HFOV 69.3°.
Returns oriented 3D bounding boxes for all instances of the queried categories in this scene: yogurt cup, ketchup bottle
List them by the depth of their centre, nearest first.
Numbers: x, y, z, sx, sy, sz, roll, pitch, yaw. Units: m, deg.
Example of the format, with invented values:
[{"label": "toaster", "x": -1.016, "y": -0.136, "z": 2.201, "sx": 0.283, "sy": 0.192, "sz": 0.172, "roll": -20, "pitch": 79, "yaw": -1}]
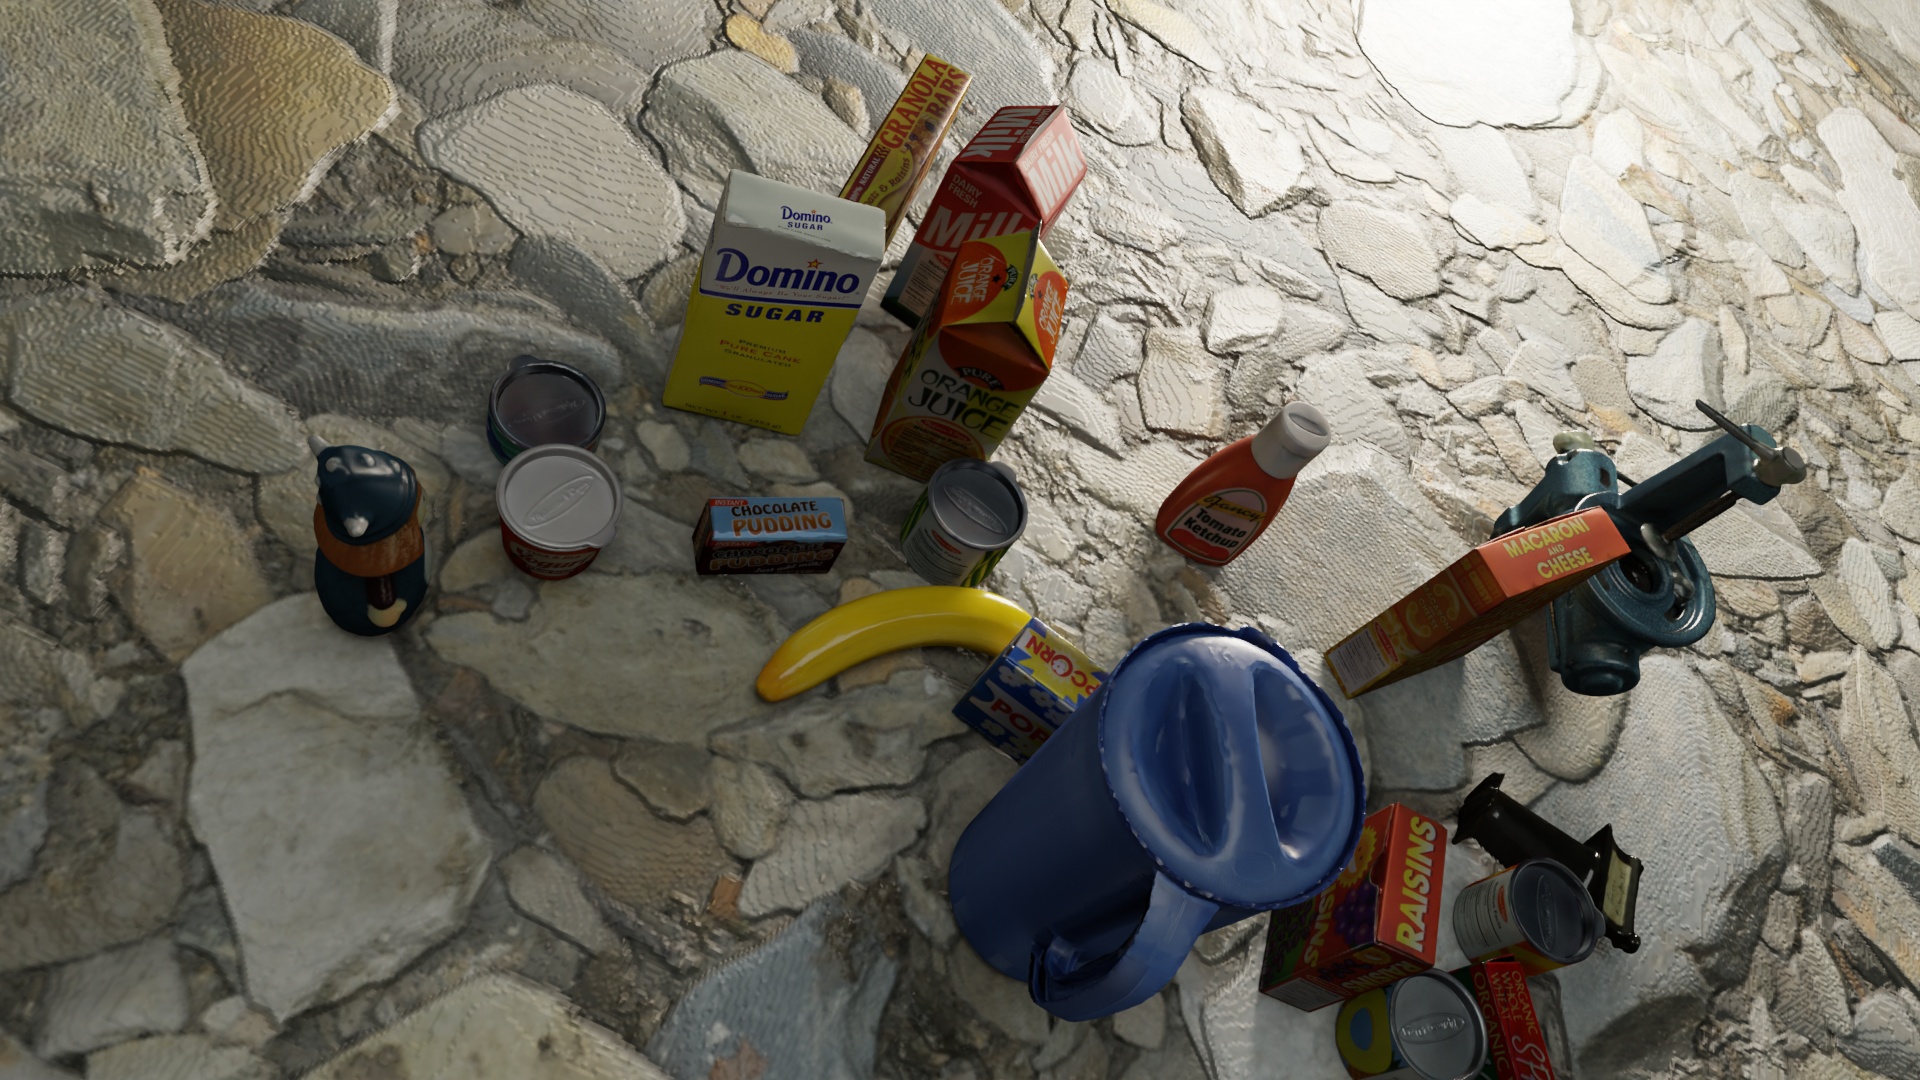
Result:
[{"label": "yogurt cup", "x": -0.228, "y": -0.013, "z": 0.784, "sx": 0.072, "sy": 0.053, "sz": 0.073, "roll": 11, "pitch": 58, "yaw": -17}, {"label": "ketchup bottle", "x": 0.189, "y": -0.038, "z": 0.917, "sx": 0.065, "sy": 0.148, "sz": 0.044, "roll": 26, "pitch": 55, "yaw": -8}]

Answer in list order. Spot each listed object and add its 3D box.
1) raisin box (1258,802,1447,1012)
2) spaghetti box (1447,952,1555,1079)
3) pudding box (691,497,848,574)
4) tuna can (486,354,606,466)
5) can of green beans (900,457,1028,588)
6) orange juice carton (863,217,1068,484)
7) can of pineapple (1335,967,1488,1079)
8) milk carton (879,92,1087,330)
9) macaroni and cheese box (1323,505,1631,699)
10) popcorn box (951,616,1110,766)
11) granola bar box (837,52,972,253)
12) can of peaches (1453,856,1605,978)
[{"label": "raisin box", "x": 0.225, "y": 0.213, "z": 0.801, "sx": 0.040, "sy": 0.122, "sz": 0.086, "roll": 27, "pitch": 55, "yaw": -7}, {"label": "spaghetti box", "x": 0.331, "y": 0.370, "z": 0.799, "sx": 0.029, "sy": 0.050, "sz": 0.251, "roll": 4, "pitch": 60, "yaw": -21}, {"label": "pudding box", "x": -0.113, "y": -0.003, "z": 0.829, "sx": 0.084, "sy": 0.049, "sz": 0.030, "roll": 0, "pitch": 62, "yaw": -23}, {"label": "tuna can", "x": -0.247, "y": -0.073, "z": 0.824, "sx": 0.071, "sy": 0.032, "sz": 0.071, "roll": 11, "pitch": 58, "yaw": -17}, {"label": "can of green beans", "x": 0.002, "y": -0.010, "z": 0.877, "sx": 0.071, "sy": 0.057, "sz": 0.071, "roll": 11, "pitch": 58, "yaw": -17}, {"label": "orange juice carton", "x": 0.008, "y": -0.112, "z": 0.857, "sx": 0.073, "sy": 0.191, "sz": 0.072, "roll": 21, "pitch": 56, "yaw": -11}, {"label": "can of pineapple", "x": 0.263, "y": 0.288, "z": 0.814, "sx": 0.071, "sy": 0.057, "sz": 0.071, "roll": 11, "pitch": 58, "yaw": -17}, {"label": "milk carton", "x": 0.020, "y": -0.213, "z": 0.922, "sx": 0.073, "sy": 0.189, "sz": 0.073, "roll": 35, "pitch": 54, "yaw": -1}, {"label": "macaroni and cheese box", "x": 0.338, "y": 0.043, "z": 0.922, "sx": 0.124, "sy": 0.165, "sz": 0.040, "roll": -15, "pitch": 69, "yaw": -29}, {"label": "popcorn box", "x": 0.068, "y": 0.111, "z": 0.817, "sx": 0.127, "sy": 0.084, "sz": 0.038, "roll": 37, "pitch": 54, "yaw": 1}, {"label": "granola bar box", "x": -0.055, "y": -0.233, "z": 0.943, "sx": 0.039, "sy": 0.123, "sz": 0.166, "roll": 28, "pitch": 55, "yaw": -6}, {"label": "can of peaches", "x": 0.359, "y": 0.242, "z": 0.881, "sx": 0.071, "sy": 0.057, "sz": 0.071, "roll": 11, "pitch": 58, "yaw": -17}]
